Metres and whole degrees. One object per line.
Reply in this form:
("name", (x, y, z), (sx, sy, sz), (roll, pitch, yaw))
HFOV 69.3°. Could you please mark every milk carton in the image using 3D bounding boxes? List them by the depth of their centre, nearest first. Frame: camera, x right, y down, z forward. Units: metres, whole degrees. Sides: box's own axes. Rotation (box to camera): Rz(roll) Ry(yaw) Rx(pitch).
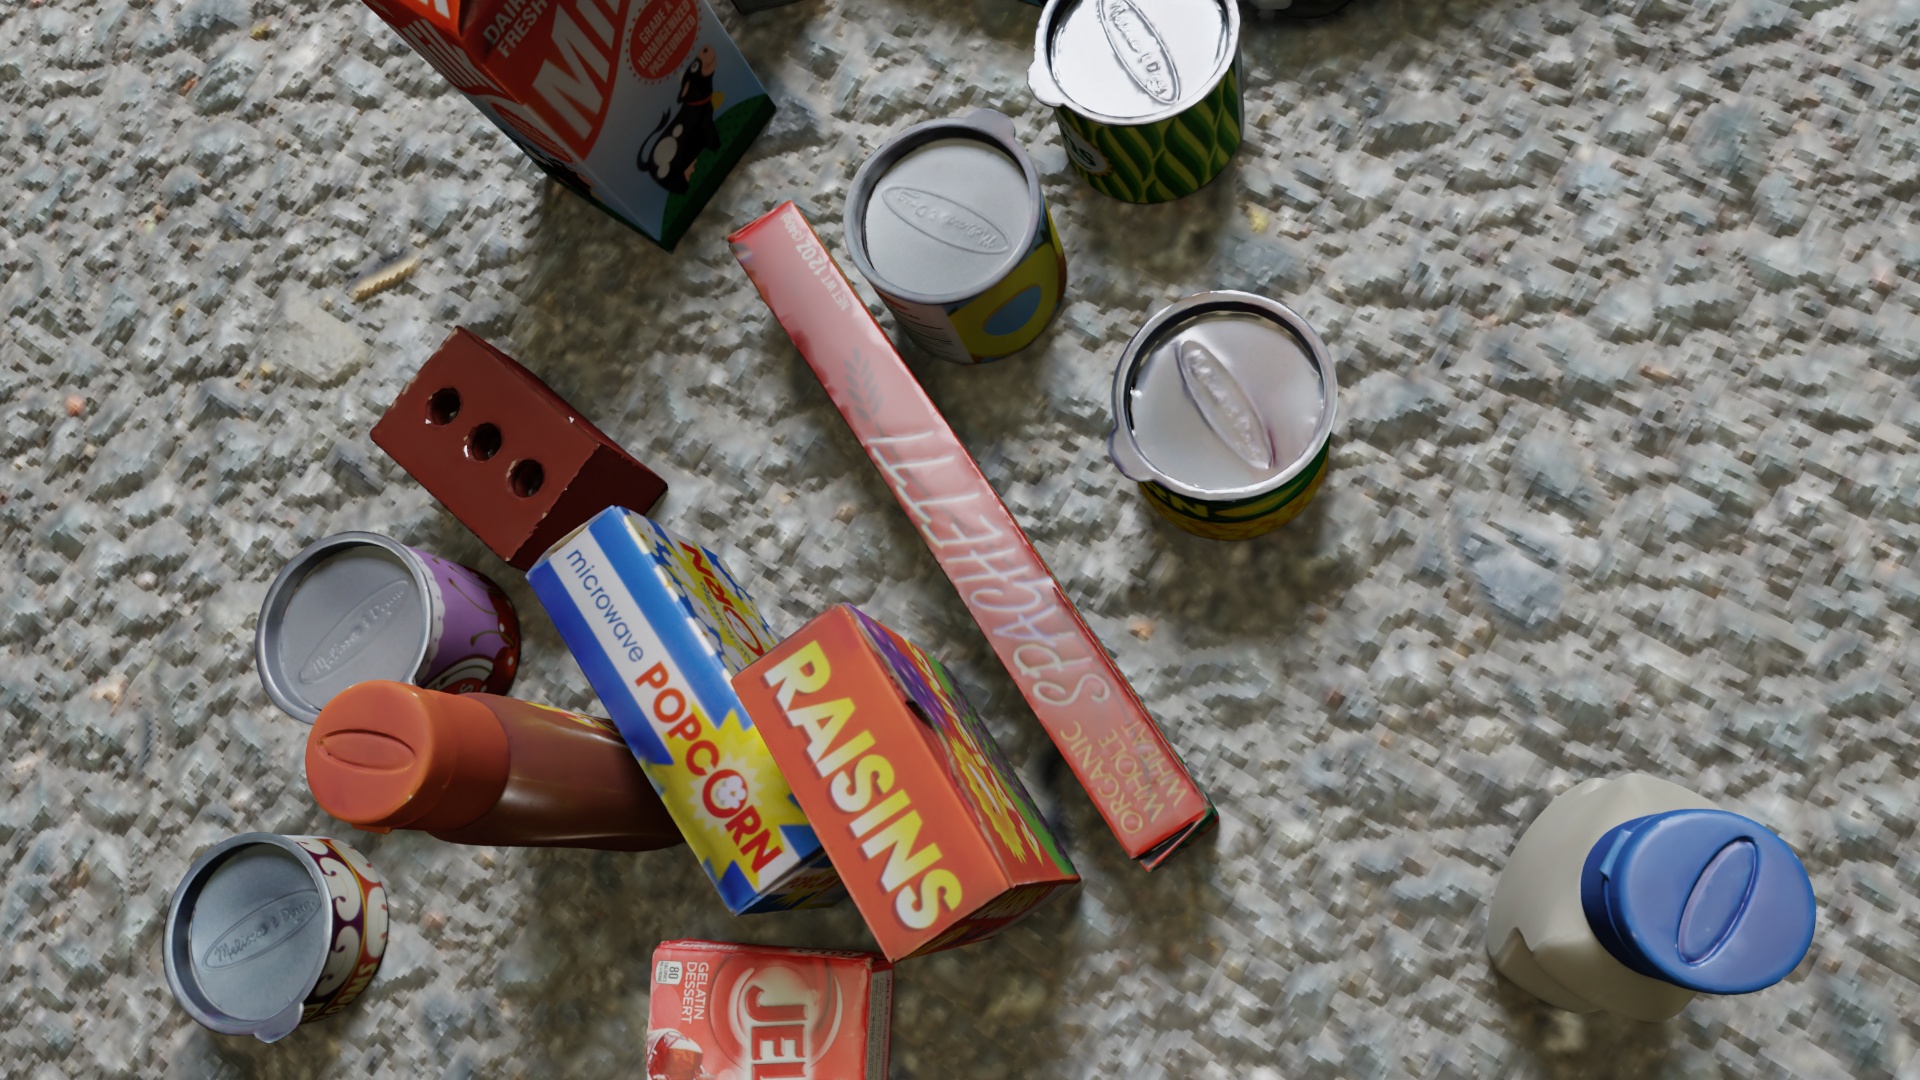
("milk carton", (-0.138, -0.176, 0.454), (0.072, 0.190, 0.073), (34, 86, 18))

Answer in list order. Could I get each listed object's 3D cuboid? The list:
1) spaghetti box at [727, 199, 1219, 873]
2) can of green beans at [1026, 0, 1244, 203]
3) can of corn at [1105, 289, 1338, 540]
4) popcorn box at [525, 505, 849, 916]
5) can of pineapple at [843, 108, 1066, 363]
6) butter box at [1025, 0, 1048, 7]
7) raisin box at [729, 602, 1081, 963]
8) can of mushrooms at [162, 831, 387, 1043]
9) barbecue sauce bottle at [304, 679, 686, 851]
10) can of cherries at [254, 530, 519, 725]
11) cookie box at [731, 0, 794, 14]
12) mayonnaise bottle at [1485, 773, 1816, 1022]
("spaghetti box", (0.002, -0.006, 0.454), (0.028, 0.050, 0.250), (-35, 72, 3))
("can of green beans", (0.063, -0.157, 0.473), (0.071, 0.057, 0.071), (-3, 76, 12))
("can of corn", (0.082, -0.036, 0.439), (0.071, 0.058, 0.071), (-3, 76, 12))
("popcorn box", (-0.073, 0.054, 0.437), (0.038, 0.085, 0.127), (-38, 72, 2))
("can of pineapple", (0.001, -0.101, 0.474), (0.071, 0.058, 0.071), (-3, 76, 12))
("butter box", (-0.004, -0.231, 0.510), (0.103, 0.053, 0.024), (25, 84, 17))
("raisin box", (-0.010, 0.072, 0.399), (0.040, 0.123, 0.086), (-34, 72, 4))
("can of mushrooms", (-0.236, 0.137, 0.481), (0.071, 0.033, 0.071), (-3, 76, 12))
("barbecue sauce bottle", (-0.131, 0.069, 0.414), (0.065, 0.148, 0.044), (7, 79, 14))
("can of cherries", (-0.196, 0.037, 0.484), (0.071, 0.058, 0.071), (-3, 76, 12))
("cookie box", (-0.095, -0.287, 0.484), (0.040, 0.167, 0.123), (-10, 75, 11))
("mayonnaise bottle", (0.165, 0.088, 0.342), (0.041, 0.148, 0.065), (29, 85, 18))
